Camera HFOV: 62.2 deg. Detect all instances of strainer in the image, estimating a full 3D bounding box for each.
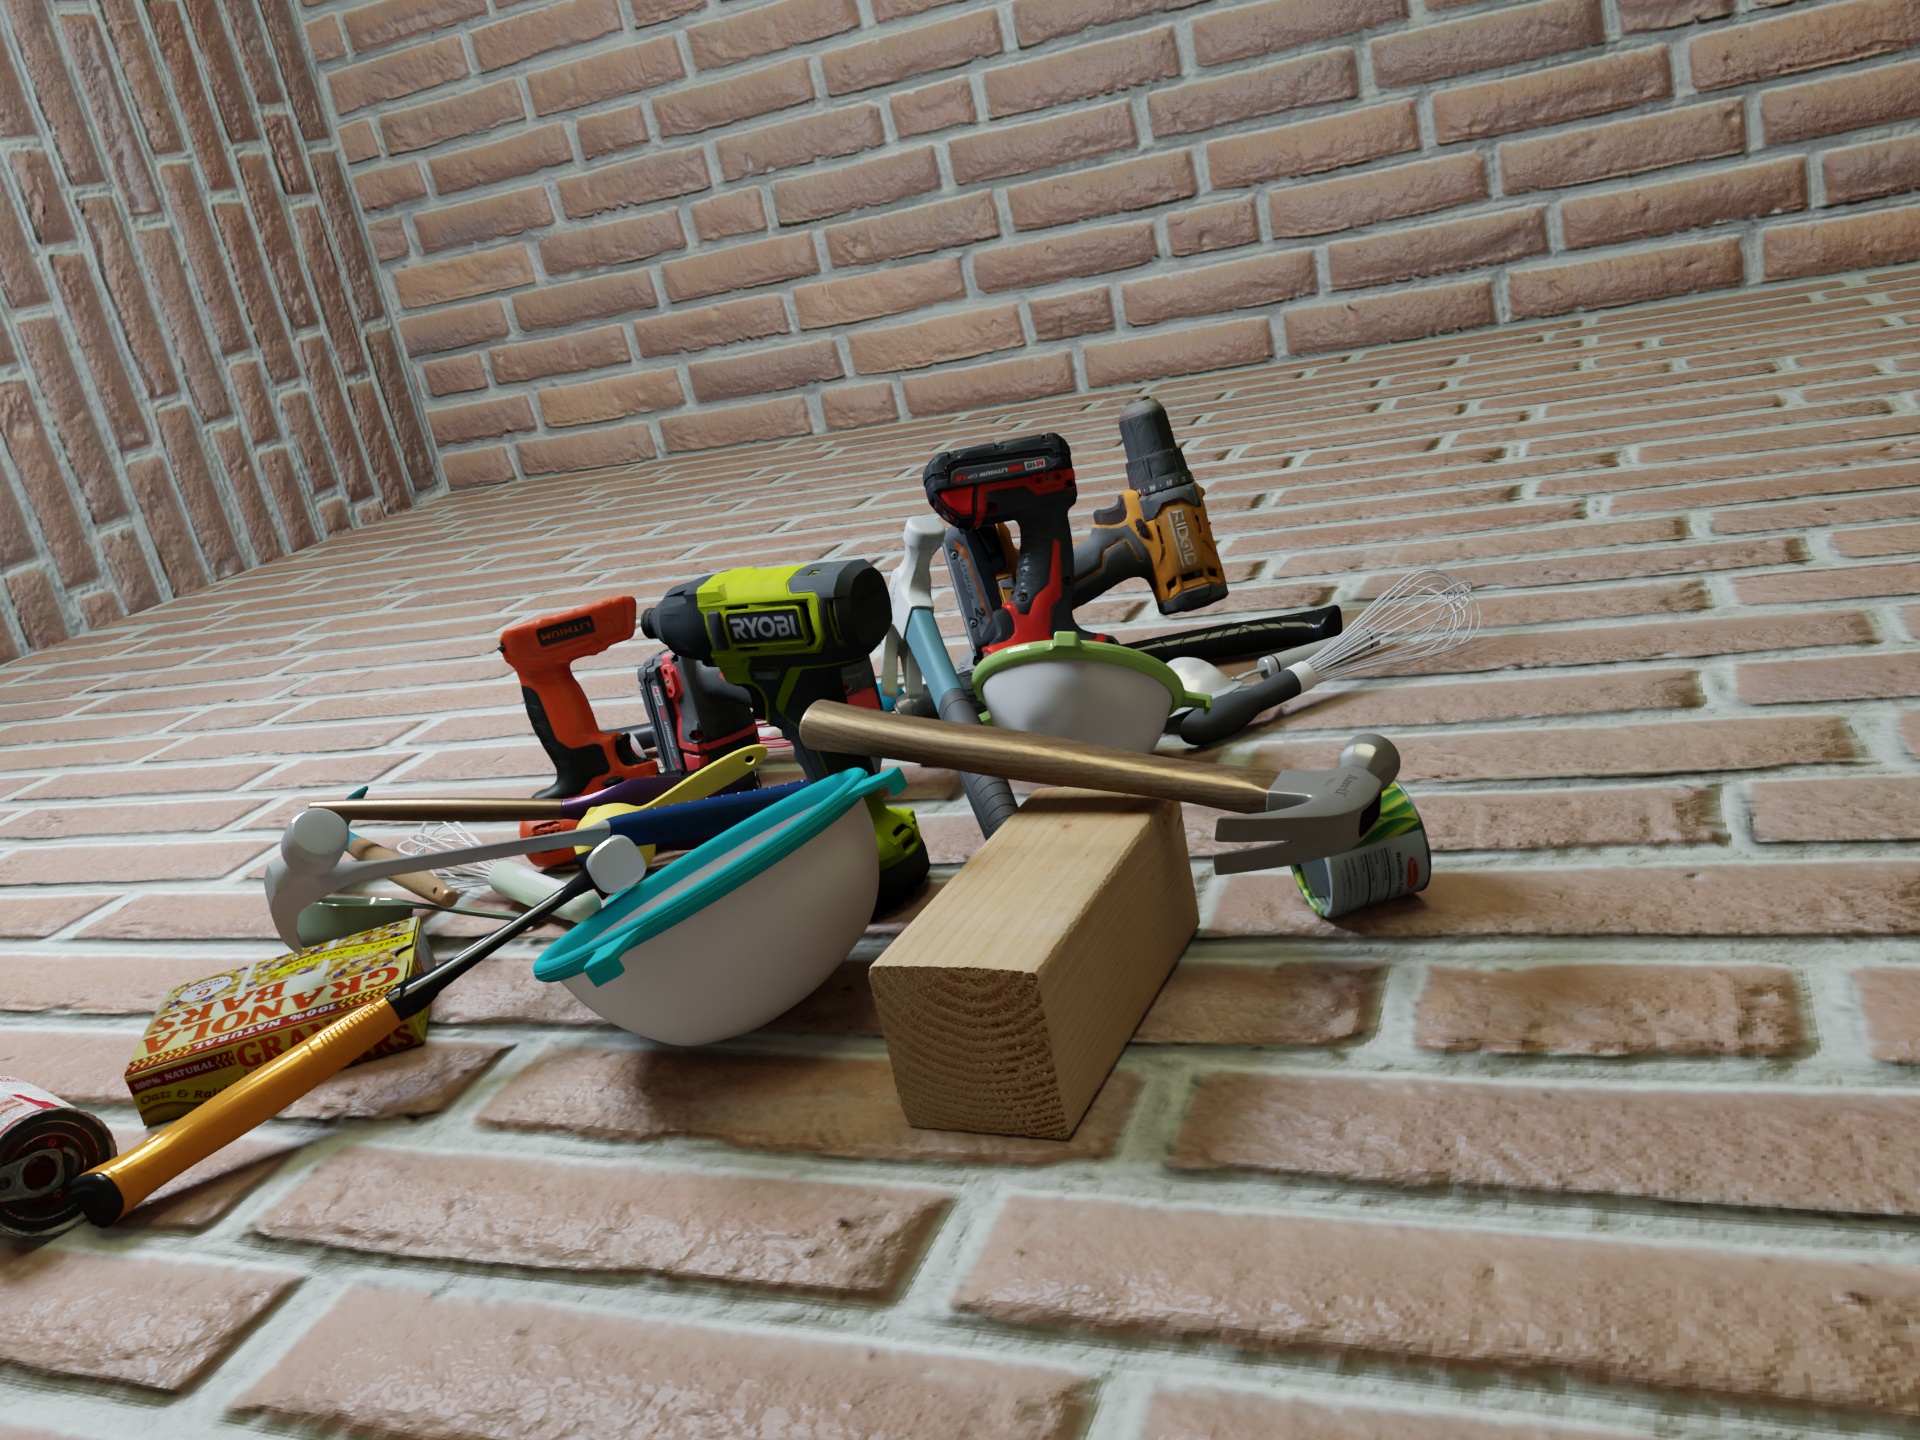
[{"bbox_3d":[0.046,0.016,1.155,0.151,0.069,0.256,22,-28,-36],"label":"strainer"},{"bbox_3d":[0.234,-0.041,1.248,0.258,0.050,0.087,-16,4,-21],"label":"strainer"},{"bbox_3d":[-0.147,0.128,0.941,0.211,0.095,0.340,-33,4,-25],"label":"strainer"}]

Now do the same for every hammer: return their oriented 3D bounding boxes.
[{"bbox_3d":[0.156,-0.059,1.354,0.335,0.035,0.146,-9,19,11],"label":"hammer"},{"bbox_3d":[-0.250,0.079,1.055,0.405,0.035,0.144,-8,-26,-39],"label":"hammer"},{"bbox_3d":[-0.002,-0.003,1.089,0.033,0.128,0.331,3,36,-20],"label":"hammer"},{"bbox_3d":[0.058,0.024,0.862,0.331,0.031,0.130,8,25,26],"label":"hammer"},{"bbox_3d":[-0.334,0.170,0.905,0.337,0.034,0.127,-34,4,-23],"label":"hammer"}]

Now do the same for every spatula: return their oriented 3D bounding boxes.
[{"bbox_3d":[-0.316,0.067,1.165,0.316,0.059,0.018,1,19,-2],"label":"spatula"},{"bbox_3d":[-0.428,0.102,1.181,0.318,0.044,0.082,12,72,51],"label":"spatula"}]

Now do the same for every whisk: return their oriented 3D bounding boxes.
[{"bbox_3d":[-0.229,0.003,1.395,0.296,0.073,0.073,-12,17,22],"label":"whisk"},{"bbox_3d":[-0.335,0.111,1.155,0.246,0.059,0.057,10,1,43],"label":"whisk"},{"bbox_3d":[0.282,-0.043,1.203,0.284,0.070,0.070,-25,22,-21],"label":"whisk"}]

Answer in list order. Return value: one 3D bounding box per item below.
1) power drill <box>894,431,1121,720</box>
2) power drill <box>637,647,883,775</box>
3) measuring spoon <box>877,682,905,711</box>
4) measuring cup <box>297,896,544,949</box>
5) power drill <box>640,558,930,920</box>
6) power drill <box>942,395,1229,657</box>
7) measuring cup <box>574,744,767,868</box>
[{"bbox_3d":[0.025,-0.099,1.262,0.188,0.227,0.080,-11,-1,-3],"label":"power drill"},{"bbox_3d":[-0.148,-0.004,1.245,0.220,0.143,0.078,-4,15,43],"label":"power drill"},{"bbox_3d":[-0.111,-0.017,1.424,0.128,0.021,0.042,-7,19,12],"label":"measuring spoon"},{"bbox_3d":[-0.374,0.146,1.100,0.167,0.038,0.083,5,-3,-4],"label":"measuring cup"},{"bbox_3d":[-0.111,0.011,1.018,0.171,0.223,0.080,-2,20,29],"label":"power drill"},{"bbox_3d":[0.099,-0.161,1.349,0.226,0.185,0.084,-16,5,-2],"label":"power drill"},{"bbox_3d":[-0.204,0.065,1.140,0.156,0.062,0.029,-31,35,-1],"label":"measuring cup"}]
